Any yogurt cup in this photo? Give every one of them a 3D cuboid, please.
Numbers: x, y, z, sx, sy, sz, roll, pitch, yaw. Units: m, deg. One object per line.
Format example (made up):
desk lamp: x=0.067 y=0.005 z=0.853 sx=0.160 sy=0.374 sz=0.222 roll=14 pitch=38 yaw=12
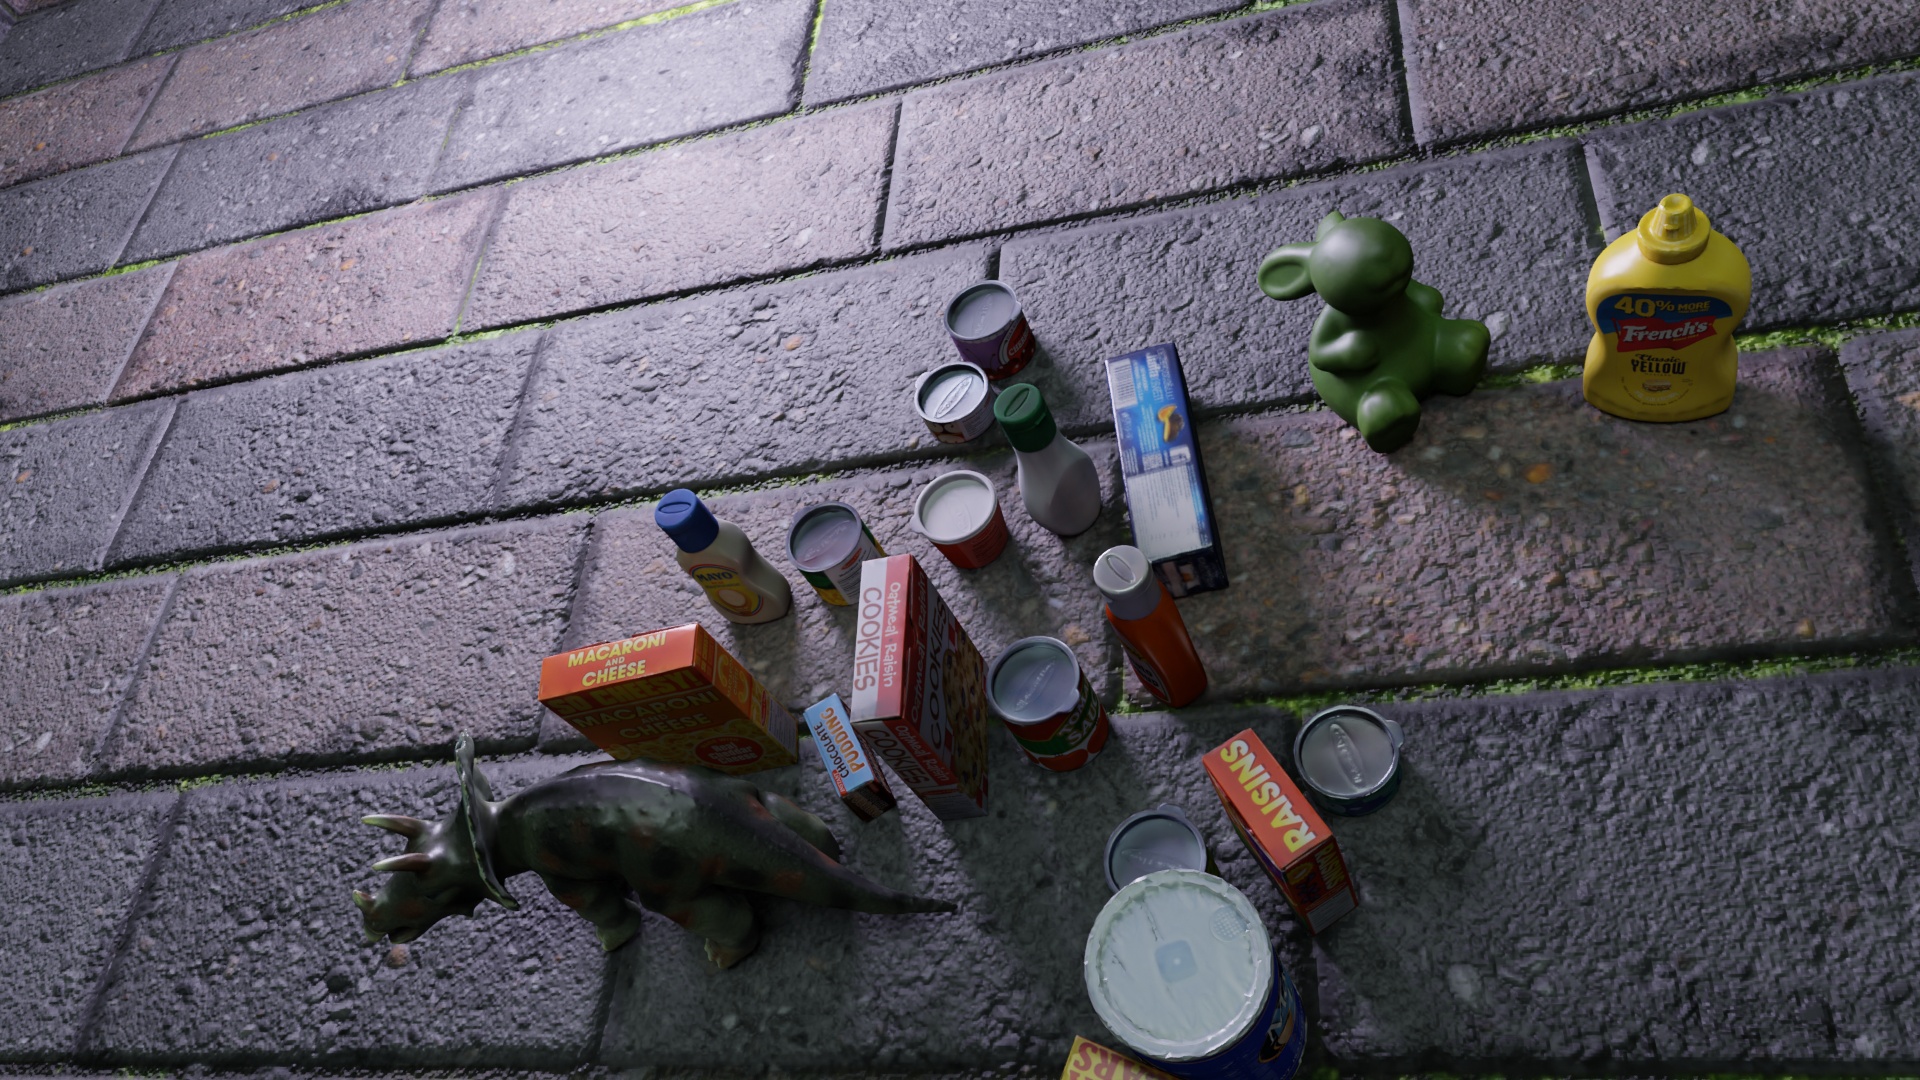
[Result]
yogurt cup: x=0.004 y=-0.014 z=1.099 sx=0.072 sy=0.053 sz=0.073 roll=-11 pitch=54 yaw=16

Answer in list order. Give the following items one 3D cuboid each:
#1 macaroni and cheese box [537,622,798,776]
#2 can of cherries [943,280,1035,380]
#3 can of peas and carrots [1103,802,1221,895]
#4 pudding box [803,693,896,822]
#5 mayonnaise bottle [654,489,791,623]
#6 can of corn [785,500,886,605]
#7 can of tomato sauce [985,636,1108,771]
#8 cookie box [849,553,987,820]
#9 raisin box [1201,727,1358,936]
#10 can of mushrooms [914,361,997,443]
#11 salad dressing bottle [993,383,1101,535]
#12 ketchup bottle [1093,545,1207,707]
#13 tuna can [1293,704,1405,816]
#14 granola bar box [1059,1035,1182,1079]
macaroni and cheese box: x=-0.210 y=0.125 z=1.021 sx=0.123 sy=0.166 sz=0.040 roll=-13 pitch=54 yaw=14
can of cherries: x=0.028 y=-0.180 z=1.200 sx=0.071 sy=0.058 sz=0.072 roll=-11 pitch=54 yaw=16
can of peas and carrots: x=0.131 y=0.212 z=0.889 sx=0.071 sy=0.058 sz=0.071 roll=-11 pitch=54 yaw=16
pudding box: x=-0.082 y=0.159 z=1.019 sx=0.030 sy=0.049 sz=0.084 roll=-31 pitch=51 yaw=1
mayonnaise bottle: x=-0.191 y=0.014 z=1.100 sx=0.065 sy=0.147 sz=0.041 roll=-6 pitch=56 yaw=19
can of corn: x=-0.101 y=0.010 z=1.124 sx=0.071 sy=0.058 sz=0.071 roll=-11 pitch=54 yaw=16
can of tomato sauce: x=0.064 y=0.116 z=0.967 sx=0.071 sy=0.082 sz=0.071 roll=-11 pitch=54 yaw=16
cookie box: x=-0.023 y=0.104 z=0.958 sx=0.040 sy=0.166 sz=0.123 roll=-10 pitch=55 yaw=16
raisin box: x=0.195 y=0.179 z=0.845 sx=0.040 sy=0.123 sz=0.086 roll=-33 pitch=51 yaw=-1
can of mushrooms: x=-0.005 y=-0.119 z=1.187 sx=0.071 sy=0.033 sz=0.071 roll=-11 pitch=54 yaw=16
salad dressing bottle: x=0.065 y=-0.060 z=1.046 sx=0.044 sy=0.147 sz=0.064 roll=28 pitch=72 yaw=35
ketchup bottle: x=0.127 y=0.056 z=0.940 sx=0.043 sy=0.148 sz=0.065 roll=-38 pitch=52 yaw=-5
tuna can: x=0.255 y=0.142 z=0.902 sx=0.071 sy=0.032 sz=0.071 roll=-11 pitch=54 yaw=16
granola bar box: x=0.145 y=0.334 z=0.758 sx=0.165 sy=0.123 sz=0.039 roll=14 pitch=64 yaw=29
